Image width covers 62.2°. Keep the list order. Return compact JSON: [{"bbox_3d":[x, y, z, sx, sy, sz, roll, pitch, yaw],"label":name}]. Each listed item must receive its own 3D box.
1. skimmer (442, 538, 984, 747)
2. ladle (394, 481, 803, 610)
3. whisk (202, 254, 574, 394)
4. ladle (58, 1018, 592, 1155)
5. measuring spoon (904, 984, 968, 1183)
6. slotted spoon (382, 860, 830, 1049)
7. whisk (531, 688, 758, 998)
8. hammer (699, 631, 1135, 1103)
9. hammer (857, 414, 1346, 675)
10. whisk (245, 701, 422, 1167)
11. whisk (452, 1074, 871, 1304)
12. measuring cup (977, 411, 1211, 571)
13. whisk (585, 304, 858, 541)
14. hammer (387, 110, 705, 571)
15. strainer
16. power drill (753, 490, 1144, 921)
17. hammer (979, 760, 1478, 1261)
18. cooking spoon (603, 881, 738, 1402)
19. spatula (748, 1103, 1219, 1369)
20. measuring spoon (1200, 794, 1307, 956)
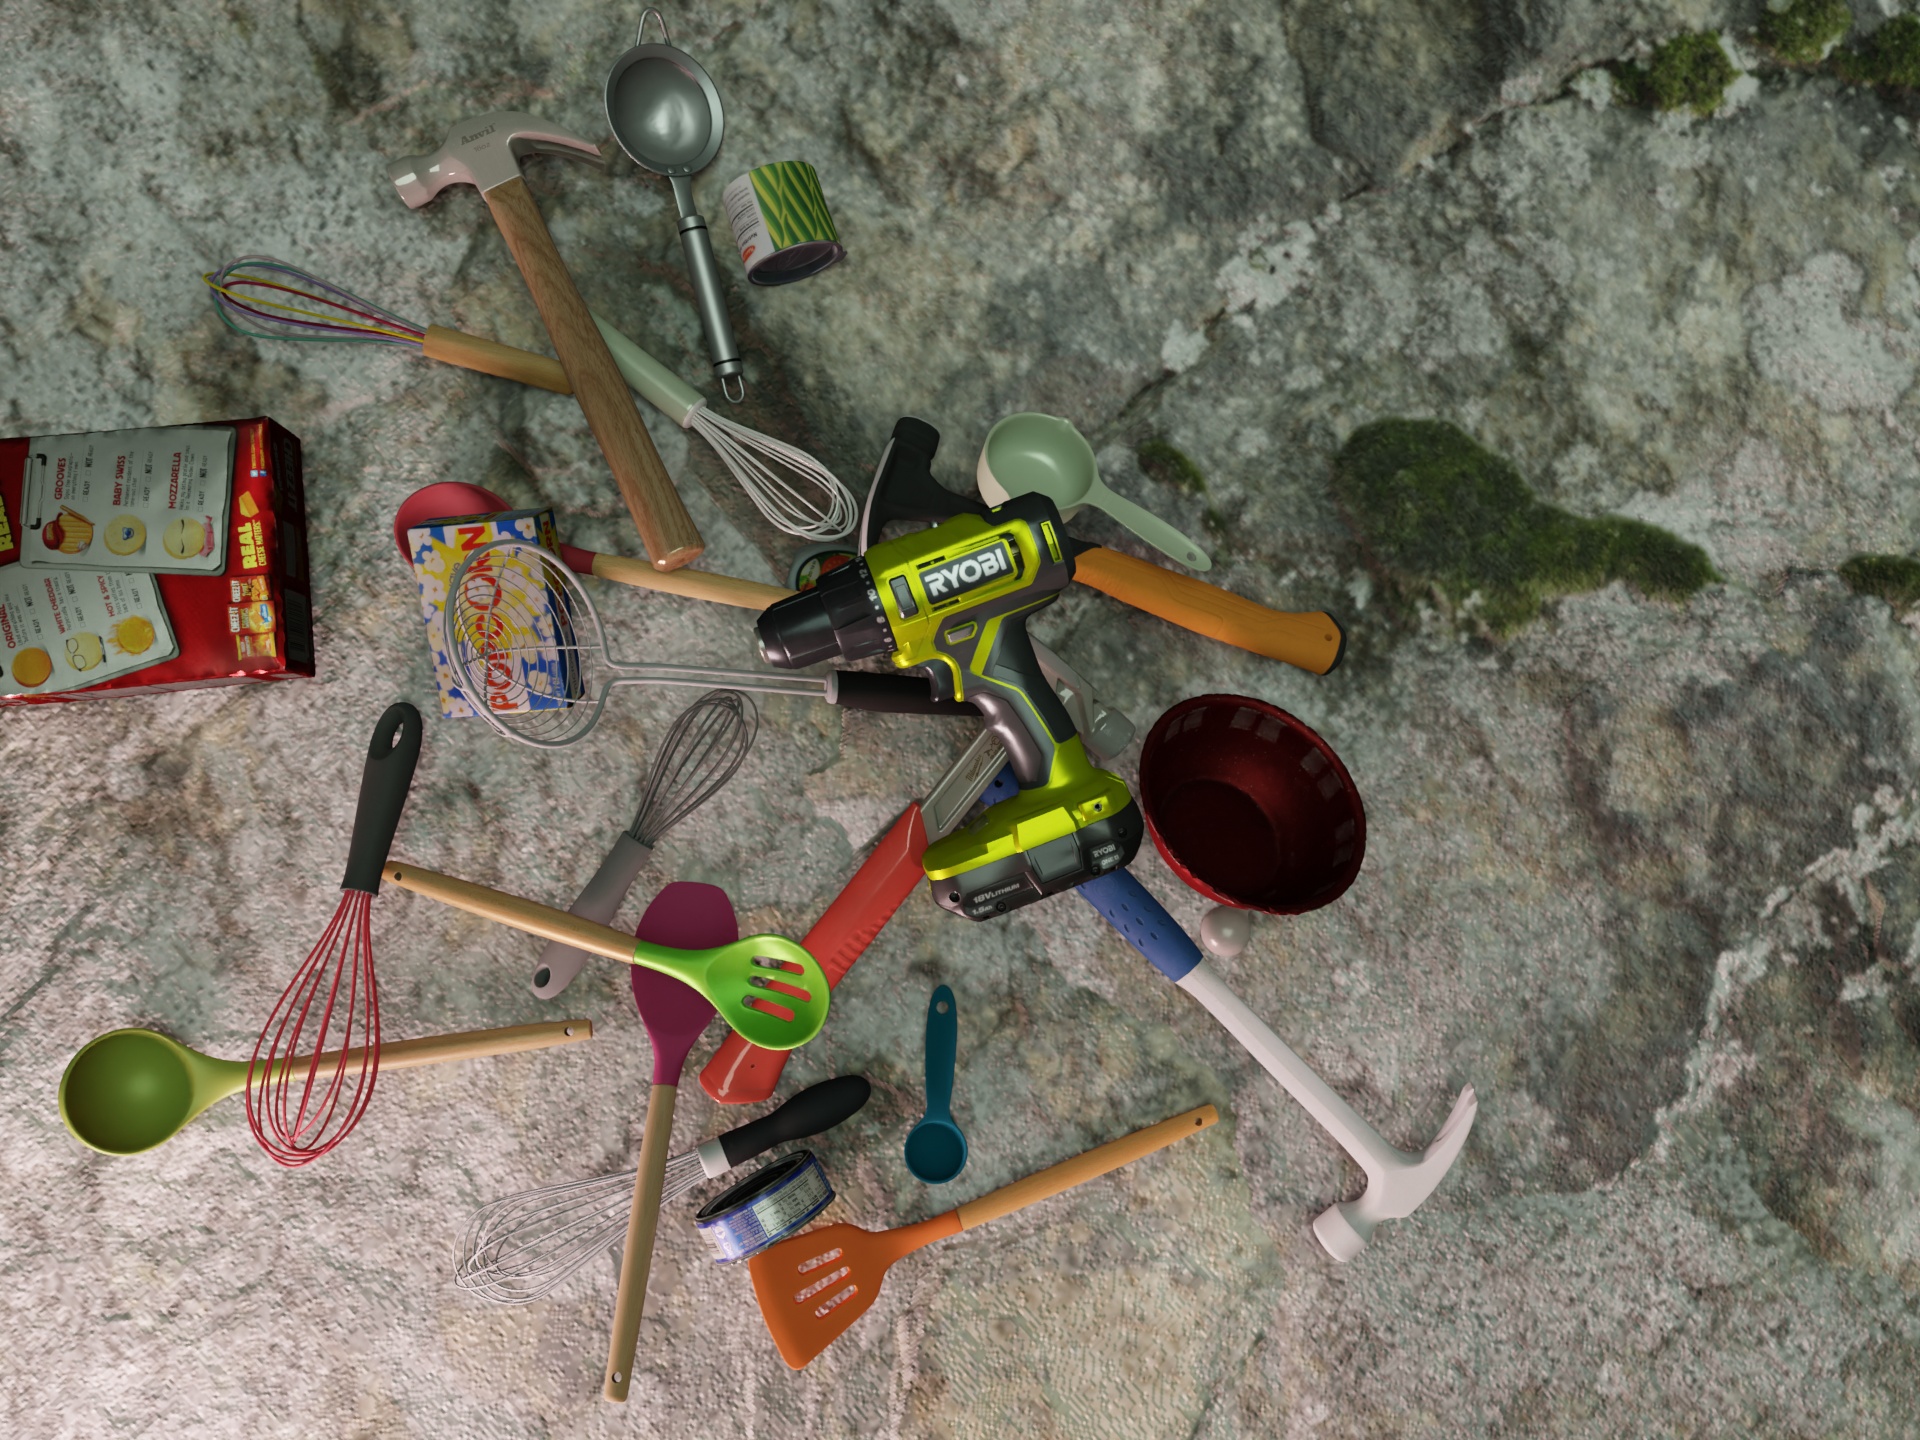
[{"bbox_3d":[-0.132,-0.035,0.986,0.363,0.090,0.127,4,68,-18],"label":"skimmer"},{"bbox_3d":[-0.212,-0.098,1.032,0.315,0.031,0.069,12,100,5],"label":"ladle"},{"bbox_3d":[-0.373,-0.254,1.044,0.245,0.047,0.051,15,85,-7],"label":"whisk"},{"bbox_3d":[-0.398,0.218,1.009,0.320,0.062,0.078,-6,82,-7],"label":"ladle"},{"bbox_3d":[-0.015,0.241,1.059,0.042,0.021,0.129,4,77,-3],"label":"measuring spoon"},{"bbox_3d":[-0.225,0.136,1.003,0.314,0.031,0.070,15,94,11],"label":"slotted spoon"},{"bbox_3d":[-0.208,0.081,1.037,0.055,0.055,0.239,33,89,-2],"label":"whisk"},{"bbox_3d":[-0.054,0.095,1.018,0.149,0.037,0.359,38,95,-11],"label":"hammer"},{"bbox_3d":[0.098,-0.094,1.060,0.337,0.034,0.127,19,61,-6],"label":"hammer"},{"bbox_3d":[-0.379,0.127,0.992,0.073,0.073,0.296,8,70,-4],"label":"whisk"},{"bbox_3d":[-0.188,0.295,1.020,0.284,0.070,0.070,-23,89,-10],"label":"whisk"},{"bbox_3d":[0.086,-0.136,1.038,0.167,0.038,0.083,32,59,-1],"label":"measuring cup"},{"bbox_3d":[-0.170,-0.200,1.058,0.246,0.057,0.059,38,50,1],"label":"whisk"},{"bbox_3d":[-0.246,-0.248,1.028,0.130,0.031,0.331,-27,82,-2],"label":"hammer"},{"bbox_3d":[-0.184,-0.338,1.063,0.087,0.050,0.258,-16,94,-34],"label":"strainer"},{"bbox_3d":[-0.002,-0.003,0.951,0.190,0.080,0.228,-21,99,-2],"label":"power drill"},{"bbox_3d":[0.164,0.168,1.052,0.405,0.035,0.144,45,103,2],"label":"hammer"},{"bbox_3d":[-0.190,0.256,0.999,0.068,0.017,0.319,7,68,-4],"label":"cooking spoon"},{"bbox_3d":[0.023,0.320,1.042,0.322,0.041,0.081,-21,88,-6],"label":"spatula"},{"bbox_3d":[0.203,0.104,1.078,0.034,0.018,0.124,31,85,-2],"label":"measuring spoon"}]
